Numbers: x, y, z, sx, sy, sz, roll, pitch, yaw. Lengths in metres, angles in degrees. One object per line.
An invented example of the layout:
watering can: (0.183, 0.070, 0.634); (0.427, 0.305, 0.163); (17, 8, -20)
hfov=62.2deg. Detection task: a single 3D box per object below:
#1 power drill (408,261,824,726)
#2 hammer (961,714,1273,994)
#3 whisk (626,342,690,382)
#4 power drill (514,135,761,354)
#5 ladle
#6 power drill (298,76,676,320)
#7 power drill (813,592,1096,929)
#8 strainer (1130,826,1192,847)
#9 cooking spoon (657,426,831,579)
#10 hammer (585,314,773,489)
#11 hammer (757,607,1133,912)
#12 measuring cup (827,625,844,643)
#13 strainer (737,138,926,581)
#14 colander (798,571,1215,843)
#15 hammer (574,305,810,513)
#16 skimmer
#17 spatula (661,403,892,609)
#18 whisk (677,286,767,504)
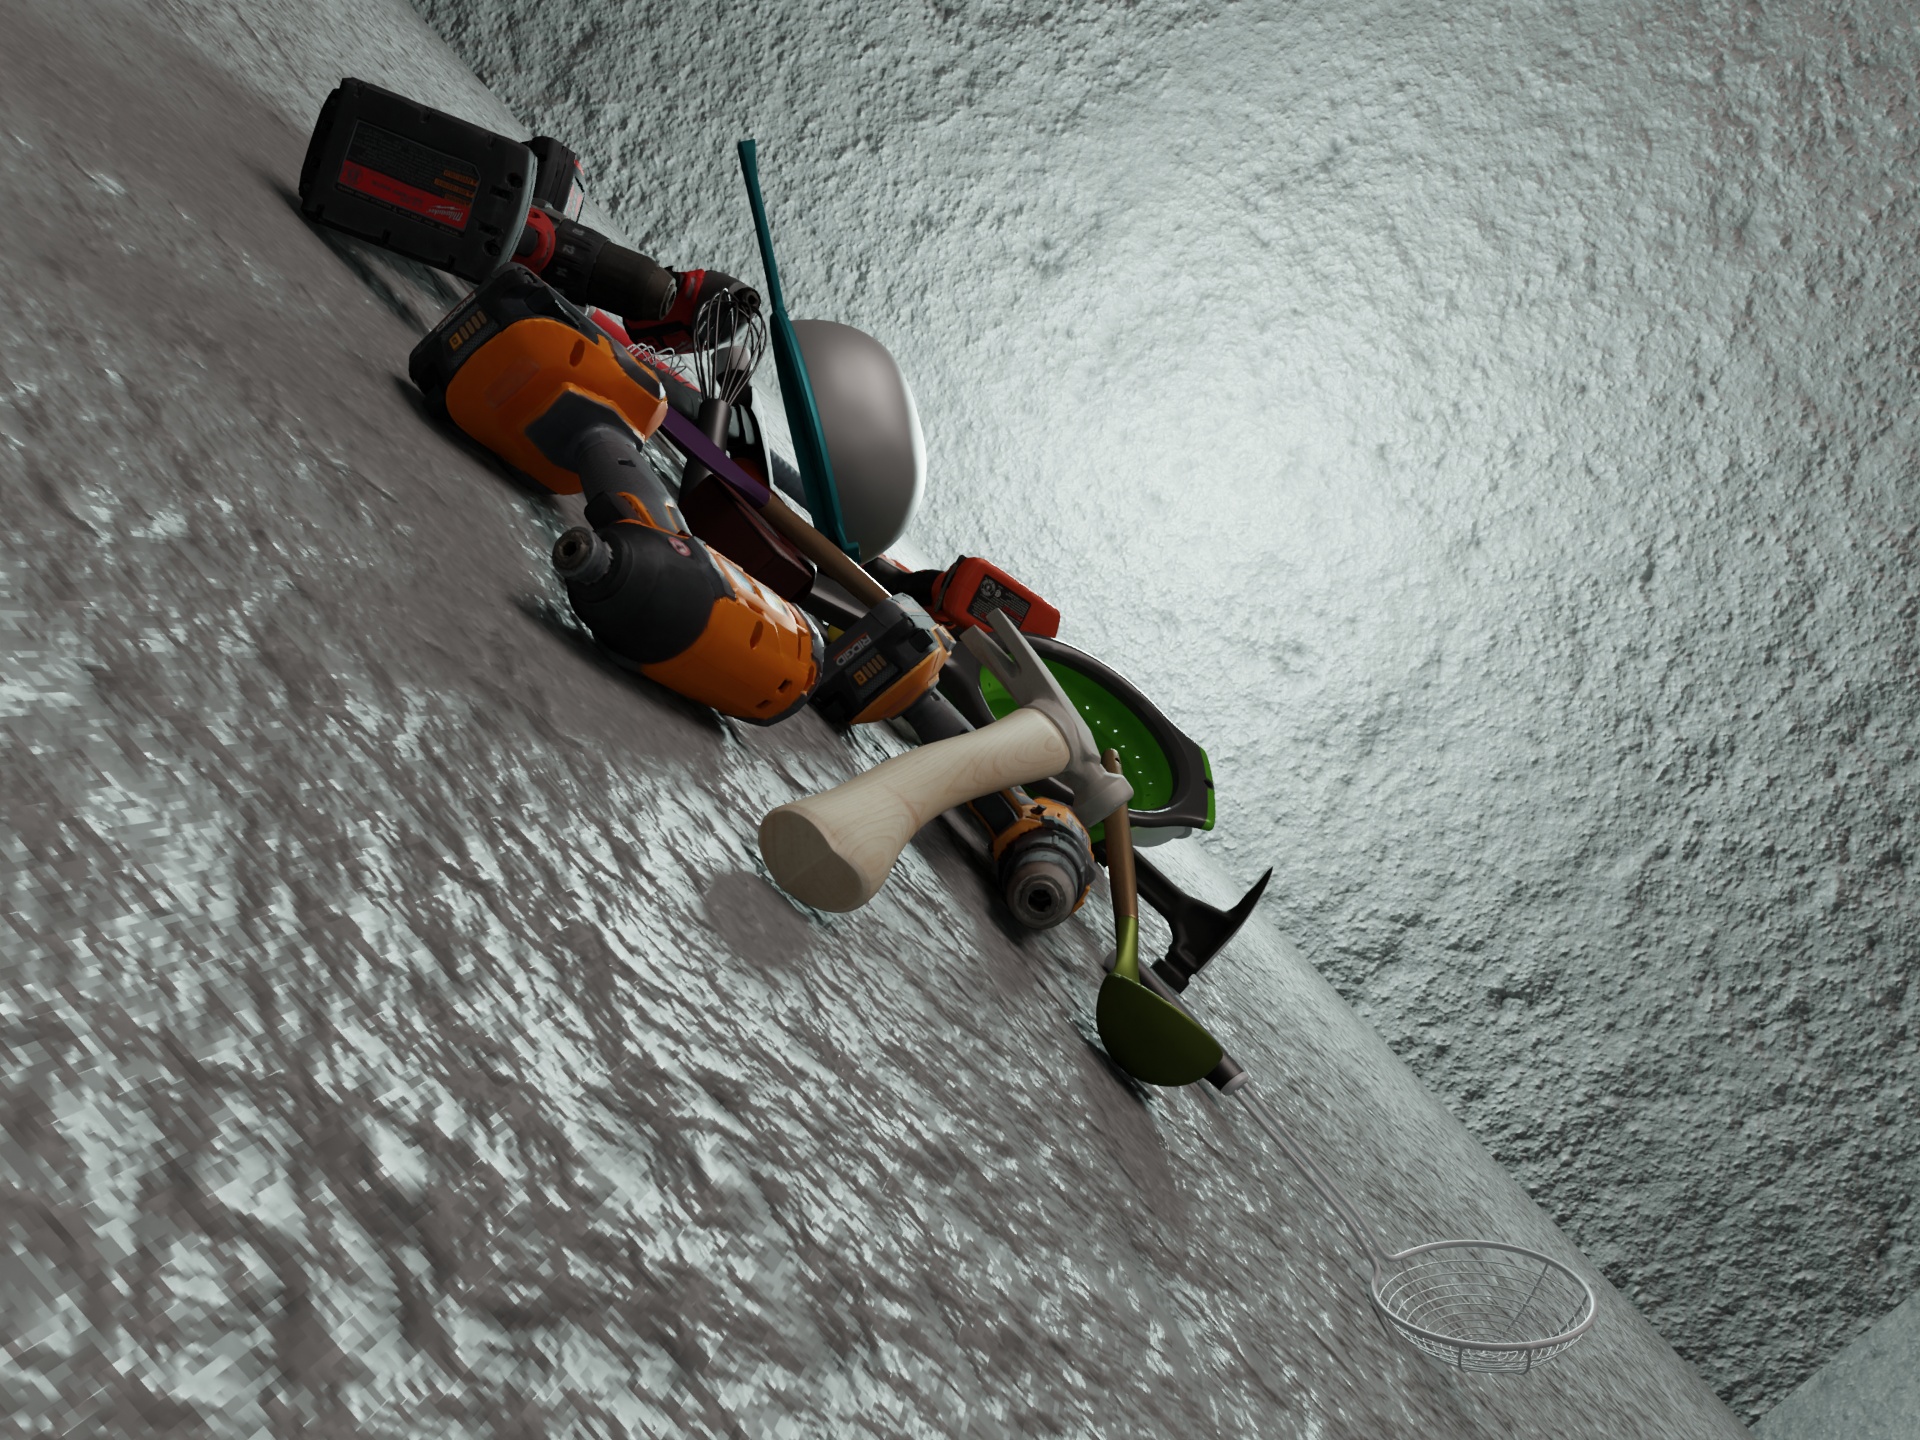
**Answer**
power drill: (-0.165, -0.106, 0.733); (0.227, 0.084, 0.164); (54, 9, 26)
hammer: (0.089, 0.061, 1.273); (0.337, 0.127, 0.034); (42, -1, 9)
whisk: (-0.249, -0.241, 1.143); (0.070, 0.070, 0.285); (46, 11, -5)
power drill: (-0.264, -0.352, 1.225); (0.143, 0.078, 0.219); (6, -13, 44)
ladle: (0.111, 0.104, 0.988); (0.078, 0.062, 0.320); (44, 24, -23)
power drill: (-0.276, -0.298, 0.963); (0.188, 0.080, 0.227); (21, 7, -4)
power drill: (0.001, 0.031, 0.994); (0.226, 0.084, 0.185); (51, 8, -3)
strainer: (0.114, 0.070, 1.377); (0.086, 0.050, 0.259); (47, -17, -29)
cooking spoon: (-0.180, -0.182, 1.313); (0.319, 0.017, 0.068); (45, 2, 14)
hammer: (-0.204, -0.224, 1.133); (0.334, 0.035, 0.146); (-5, 84, -78)
hammer: (-0.007, 0.018, 0.812); (0.146, 0.038, 0.410); (55, 19, 6)
measuring cup: (-0.088, -0.063, 1.263); (0.062, 0.029, 0.156); (39, -4, -14)
strainer: (-0.091, -0.279, 1.216); (0.211, 0.095, 0.340); (-159, -124, -82)
colander: (-0.002, -0.004, 1.174); (0.397, 0.094, 0.205); (27, 31, -13)
hammer: (-0.219, -0.272, 1.458); (0.386, 0.038, 0.143); (38, 8, -23)
skimmer: (0.231, 0.259, 1.009); (0.127, 0.090, 0.364); (-13, 51, -46)
spatula: (-0.109, -0.124, 1.007); (0.315, 0.018, 0.060); (39, 10, -45)
whisk: (-0.170, -0.211, 1.101); (0.055, 0.055, 0.239); (41, 40, -41)
